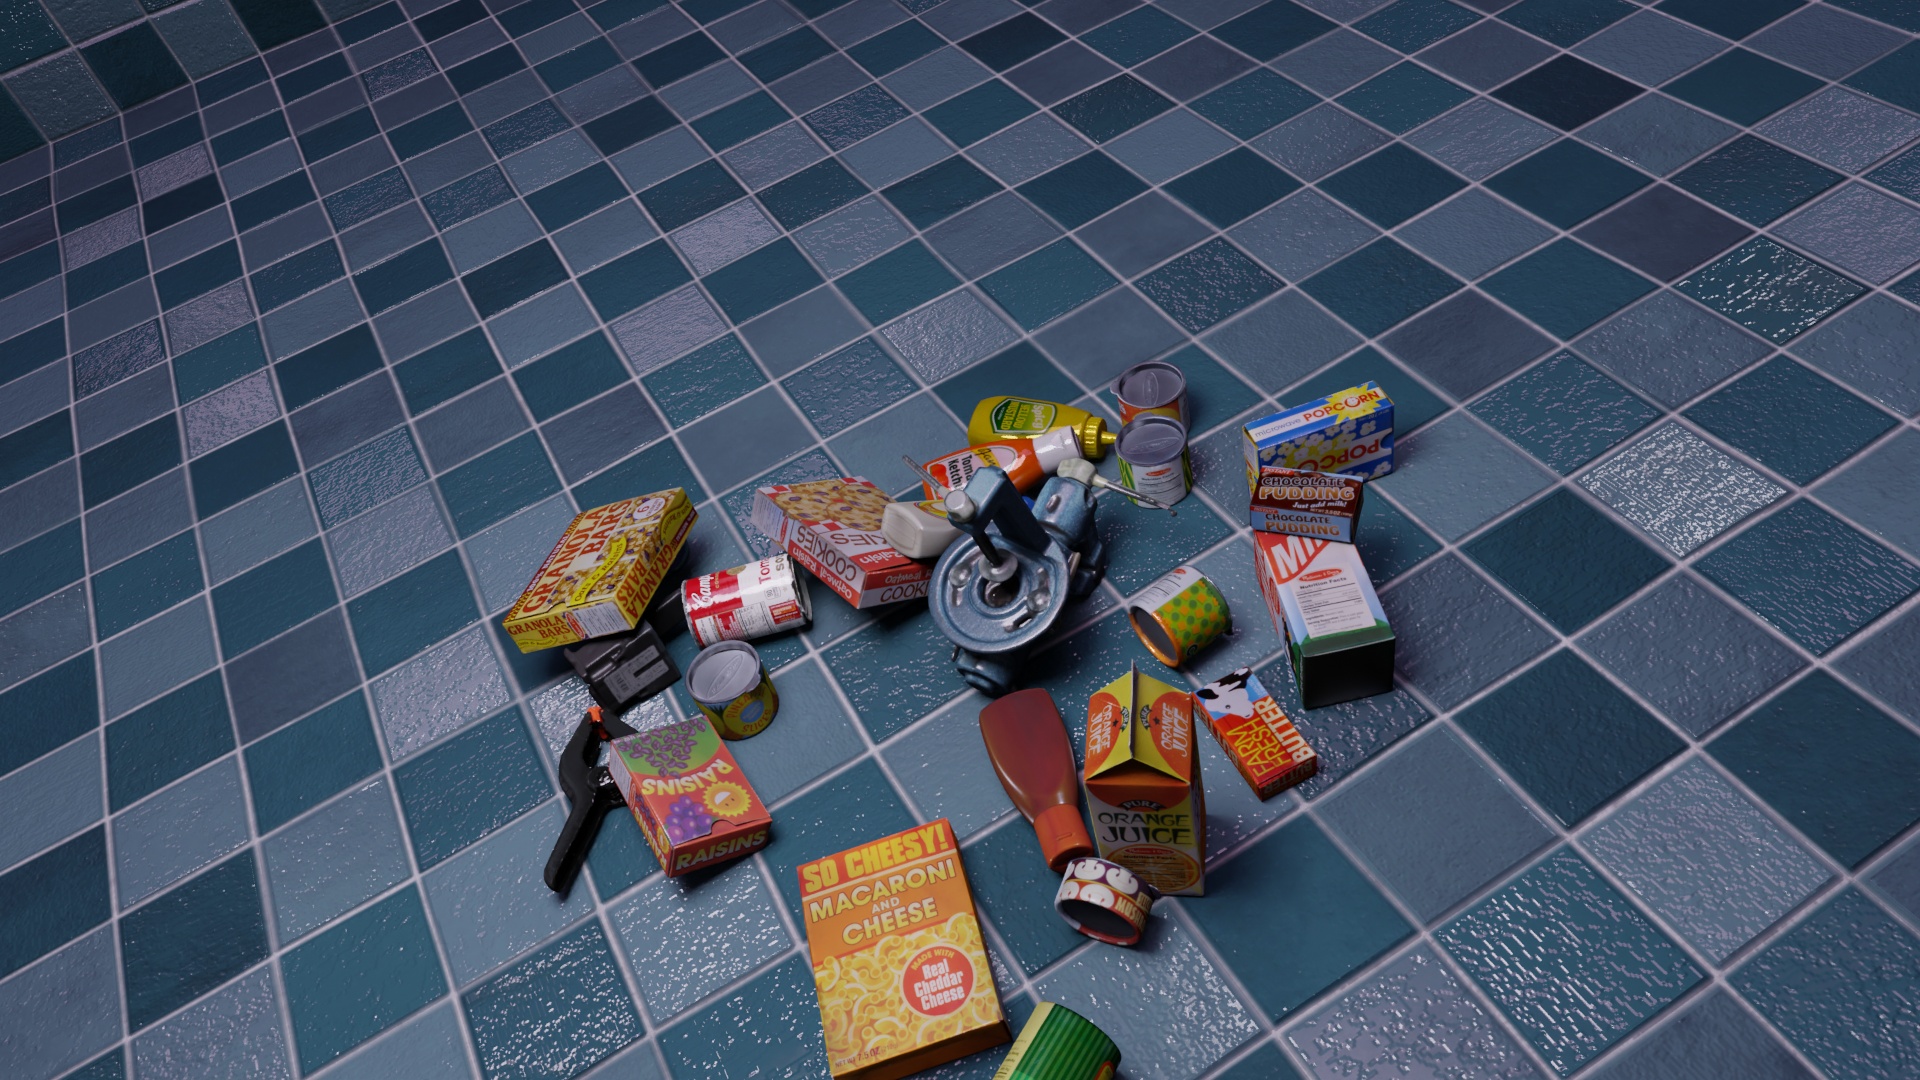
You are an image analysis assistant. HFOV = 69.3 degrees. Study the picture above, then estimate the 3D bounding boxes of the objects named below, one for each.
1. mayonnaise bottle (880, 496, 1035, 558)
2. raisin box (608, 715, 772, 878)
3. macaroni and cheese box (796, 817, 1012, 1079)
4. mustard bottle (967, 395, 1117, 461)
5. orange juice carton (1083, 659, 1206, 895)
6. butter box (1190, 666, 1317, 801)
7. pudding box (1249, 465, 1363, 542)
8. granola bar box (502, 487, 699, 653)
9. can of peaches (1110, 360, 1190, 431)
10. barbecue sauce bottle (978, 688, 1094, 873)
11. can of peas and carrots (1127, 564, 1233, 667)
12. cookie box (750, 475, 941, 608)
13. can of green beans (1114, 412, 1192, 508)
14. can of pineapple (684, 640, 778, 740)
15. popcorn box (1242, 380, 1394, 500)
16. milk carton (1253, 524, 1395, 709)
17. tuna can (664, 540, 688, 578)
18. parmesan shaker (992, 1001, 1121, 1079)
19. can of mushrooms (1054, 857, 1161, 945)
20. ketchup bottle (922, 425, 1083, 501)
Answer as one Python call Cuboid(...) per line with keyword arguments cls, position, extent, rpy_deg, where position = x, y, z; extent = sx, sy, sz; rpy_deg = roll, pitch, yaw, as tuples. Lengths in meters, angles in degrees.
Cuboid(cls="mayonnaise bottle", position=(0.004, -0.015, 1.235), extent=(0.148, 0.041, 0.065), rpy_deg=(-8, 28, -40))
Cuboid(cls="raisin box", position=(-0.218, 0.203, 1.115), extent=(0.086, 0.039, 0.124), rpy_deg=(-10, 43, -34))
Cuboid(cls="macaroni and cheese box", position=(-0.044, 0.297, 1.004), extent=(0.124, 0.040, 0.167), rpy_deg=(-18, 46, -1))
Cuboid(cls="mustard bottle", position=(0.089, -0.103, 1.335), extent=(0.160, 0.048, 0.065), rpy_deg=(6, 55, 21))
Cuboid(cls="orange juice carton", position=(0.129, 0.169, 0.969), extent=(0.073, 0.191, 0.072), rpy_deg=(-2, 47, 13))
Cuboid(cls="butter box", position=(0.227, 0.148, 1.077), extent=(0.053, 0.024, 0.104), rpy_deg=(-24, 46, -8))
Cuboid(cls="pudding box", position=(0.281, -0.030, 1.124), extent=(0.084, 0.030, 0.050), rpy_deg=(9, 48, 22))
Cuboid(cls="granola bar box", position=(-0.324, 0.024, 1.260), extent=(0.124, 0.039, 0.166), rpy_deg=(-13, 33, 23))
Cuboid(cls="can of peaches", position=(0.182, -0.129, 1.327), extent=(0.071, 0.057, 0.071), rpy_deg=(-8, 47, 9))
Cuboid(cls="barbecue sauce bottle", position=(0.063, 0.185, 1.076), extent=(0.065, 0.043, 0.149), rpy_deg=(-19, 46, -2))
Cuboid(cls="can of peas and carrots", position=(0.181, 0.065, 1.142), extent=(0.059, 0.070, 0.071), rpy_deg=(-34, 48, -15))
Cuboid(cls="cookie box", position=(-0.091, -0.002, 1.257), extent=(0.123, 0.040, 0.168), rpy_deg=(-9, 34, -42))
Cuboid(cls="can of green beans", position=(0.178, -0.072, 1.275), extent=(0.071, 0.057, 0.071), rpy_deg=(-8, 46, 9))
Cuboid(cls="can of pineapple", position=(-0.194, 0.130, 1.190), extent=(0.071, 0.057, 0.071), rpy_deg=(-8, 47, 9))
Cuboid(cls="popcorn box", position=(0.315, -0.081, 1.225), extent=(0.127, 0.084, 0.038), rpy_deg=(-19, 45, -1))
Cuboid(cls="milk carton", position=(0.288, 0.036, 1.133), extent=(0.073, 0.072, 0.191), rpy_deg=(-12, 46, 3))
Cuboid(cls="tuna can", position=(-0.299, 0.005, 1.355), extent=(0.071, 0.032, 0.071), rpy_deg=(-8, 46, 9))
Cuboid(cls="parmesan shaker", position=(0.053, 0.360, 0.896), extent=(0.071, 0.071, 0.103), rpy_deg=(19, 55, 30))
Cuboid(cls="can of mushrooms", position=(0.104, 0.256, 0.982), extent=(0.071, 0.070, 0.034), rpy_deg=(10, 52, 24))
Cuboid(cls="ketchup bottle", position=(0.040, -0.065, 1.297), extent=(0.149, 0.043, 0.065), rpy_deg=(-20, 65, 13))
